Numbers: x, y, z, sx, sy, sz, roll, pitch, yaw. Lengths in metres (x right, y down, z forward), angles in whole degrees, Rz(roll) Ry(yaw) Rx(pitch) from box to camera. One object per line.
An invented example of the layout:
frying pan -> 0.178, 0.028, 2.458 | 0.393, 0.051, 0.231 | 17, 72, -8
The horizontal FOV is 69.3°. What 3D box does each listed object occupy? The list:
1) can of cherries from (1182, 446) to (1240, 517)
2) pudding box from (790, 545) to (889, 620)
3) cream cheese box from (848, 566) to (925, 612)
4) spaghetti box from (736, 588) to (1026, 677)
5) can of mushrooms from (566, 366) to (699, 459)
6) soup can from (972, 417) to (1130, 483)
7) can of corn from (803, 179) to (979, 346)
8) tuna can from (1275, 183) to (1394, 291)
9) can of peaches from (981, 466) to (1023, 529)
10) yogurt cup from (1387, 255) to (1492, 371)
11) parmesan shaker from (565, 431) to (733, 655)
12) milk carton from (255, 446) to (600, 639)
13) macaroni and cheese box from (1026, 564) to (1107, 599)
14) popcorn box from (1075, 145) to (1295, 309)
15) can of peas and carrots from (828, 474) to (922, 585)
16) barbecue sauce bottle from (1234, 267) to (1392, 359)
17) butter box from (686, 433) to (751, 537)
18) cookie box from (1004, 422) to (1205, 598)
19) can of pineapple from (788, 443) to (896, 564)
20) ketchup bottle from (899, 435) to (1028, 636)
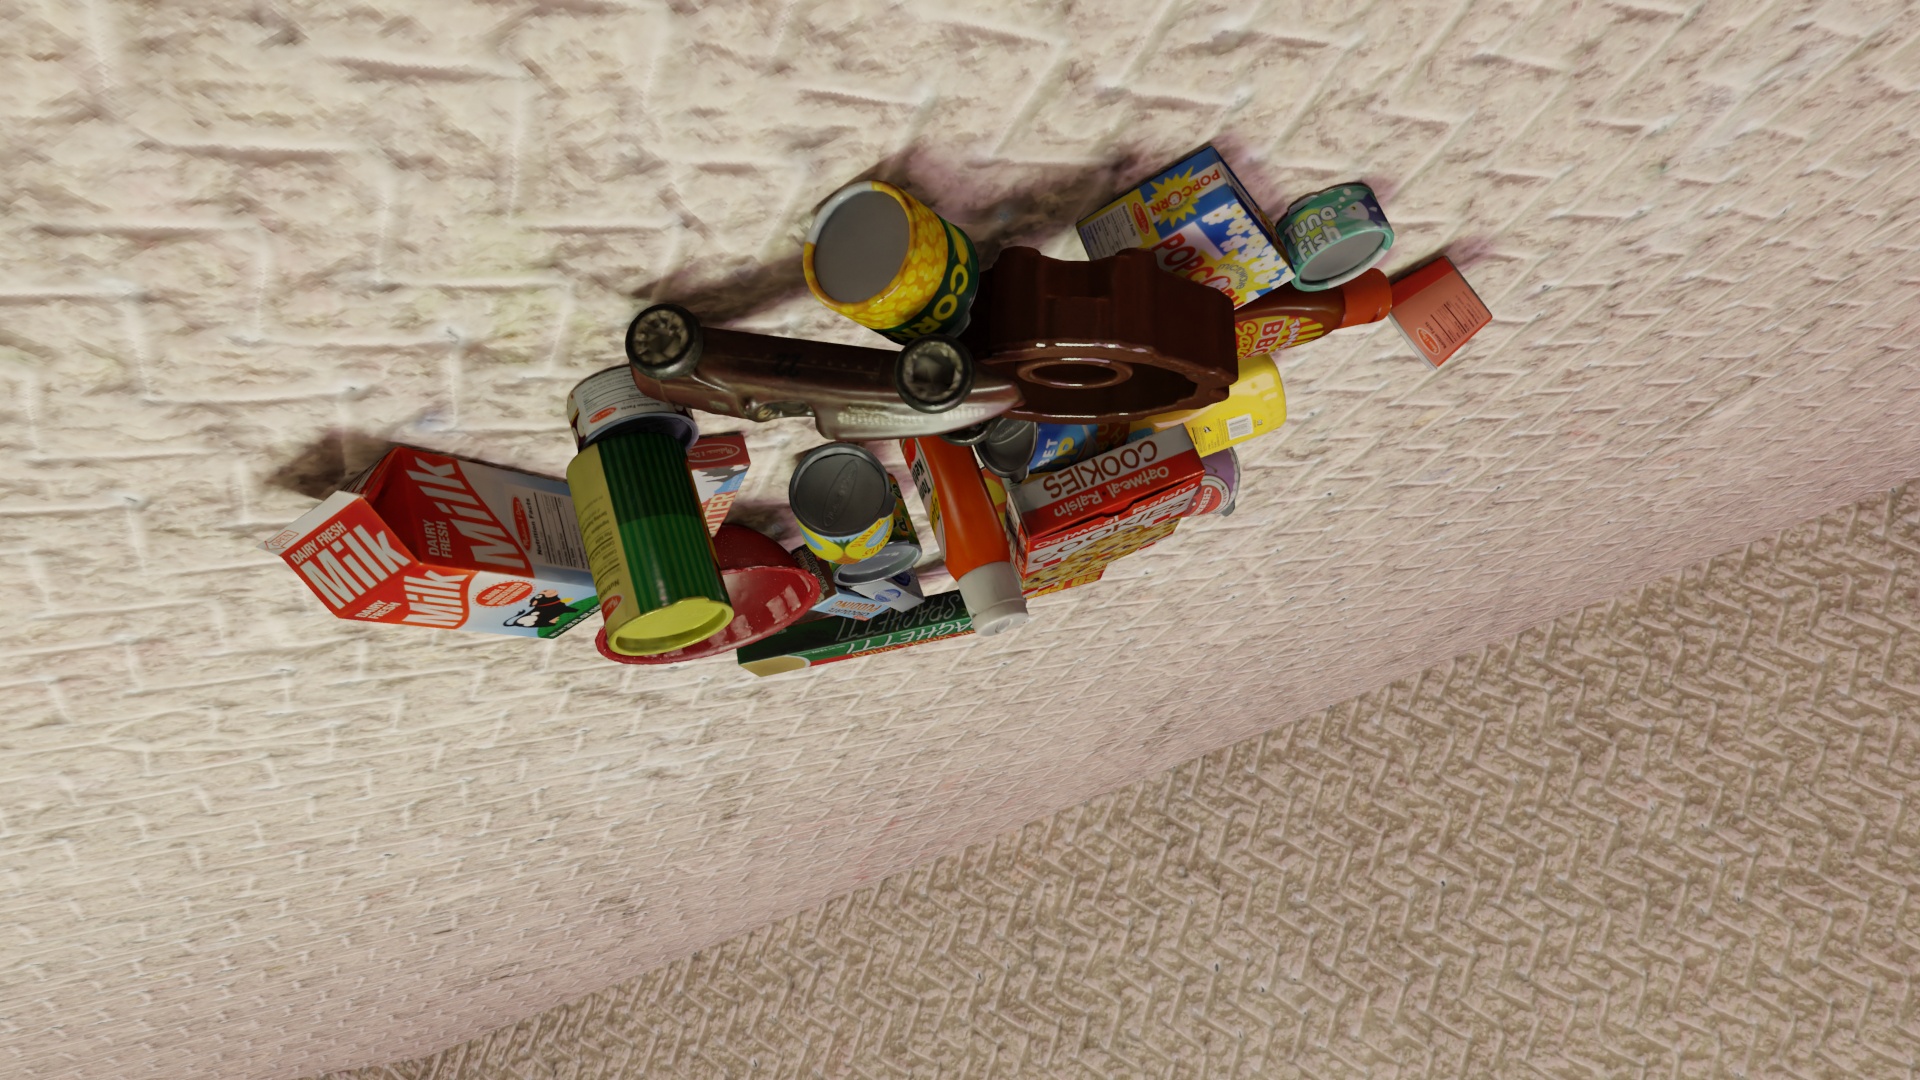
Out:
can of cherries -> 0.177, -0.049, 1.091 | 0.058, 0.071, 0.071 | -7, 157, -30
pudding box -> -0.092, 0.032, 1.081 | 0.030, 0.050, 0.083 | -29, 158, 20
cream cheese box -> -0.063, 0.019, 1.068 | 0.024, 0.053, 0.103 | -27, 159, 13
spaghetti box -> -0.068, 0.075, 1.184 | 0.250, 0.029, 0.050 | -12, 159, 12
can of mushrooms -> -0.180, -0.065, 0.763 | 0.071, 0.033, 0.070 | -18, 160, -7
soup can -> 0.059, -0.075, 0.903 | 0.084, 0.071, 0.071 | -8, 157, -37
can of corn -> -0.032, -0.131, 0.670 | 0.071, 0.071, 0.058 | -28, 158, 23
tuna can -> 0.223, -0.182, 0.836 | 0.071, 0.033, 0.071 | -18, 161, -6
can of peaches -> 0.043, -0.024, 1.049 | 0.071, 0.058, 0.071 | -18, 160, -7
yogurt cup -> 0.327, -0.159, 0.955 | 0.053, 0.072, 0.072 | -38, 155, 22
parmesan shaker -> -0.165, 0.000, 0.741 | 0.071, 0.103, 0.071 | -17, 160, -6
milk carton -> -0.286, 0.003, 0.781 | 0.072, 0.073, 0.190 | -29, 158, 24
macaroni and cheese box -> 0.070, 0.002, 1.171 | 0.124, 0.040, 0.165 | -14, 160, -10
popcorn box -> 0.130, -0.164, 0.786 | 0.085, 0.038, 0.126 | -27, 159, 21
can of peas and carrots -> -0.066, -0.009, 0.984 | 0.071, 0.059, 0.070 | -18, 160, -7
barbecue sauce bottle -> 0.207, -0.147, 0.897 | 0.149, 0.044, 0.064 | -13, 158, -18
butter box -> -0.171, -0.031, 0.876 | 0.053, 0.024, 0.103 | -9, 157, -27
cookie box -> 0.093, -0.016, 0.947 | 0.123, 0.040, 0.167 | -22, 166, -5
can of pineapple -> -0.076, -0.022, 0.922 | 0.071, 0.071, 0.057 | -18, 161, -5
ketchup bottle -> 0.003, -0.011, 0.907 | 0.043, 0.149, 0.064 | -16, 160, -13
